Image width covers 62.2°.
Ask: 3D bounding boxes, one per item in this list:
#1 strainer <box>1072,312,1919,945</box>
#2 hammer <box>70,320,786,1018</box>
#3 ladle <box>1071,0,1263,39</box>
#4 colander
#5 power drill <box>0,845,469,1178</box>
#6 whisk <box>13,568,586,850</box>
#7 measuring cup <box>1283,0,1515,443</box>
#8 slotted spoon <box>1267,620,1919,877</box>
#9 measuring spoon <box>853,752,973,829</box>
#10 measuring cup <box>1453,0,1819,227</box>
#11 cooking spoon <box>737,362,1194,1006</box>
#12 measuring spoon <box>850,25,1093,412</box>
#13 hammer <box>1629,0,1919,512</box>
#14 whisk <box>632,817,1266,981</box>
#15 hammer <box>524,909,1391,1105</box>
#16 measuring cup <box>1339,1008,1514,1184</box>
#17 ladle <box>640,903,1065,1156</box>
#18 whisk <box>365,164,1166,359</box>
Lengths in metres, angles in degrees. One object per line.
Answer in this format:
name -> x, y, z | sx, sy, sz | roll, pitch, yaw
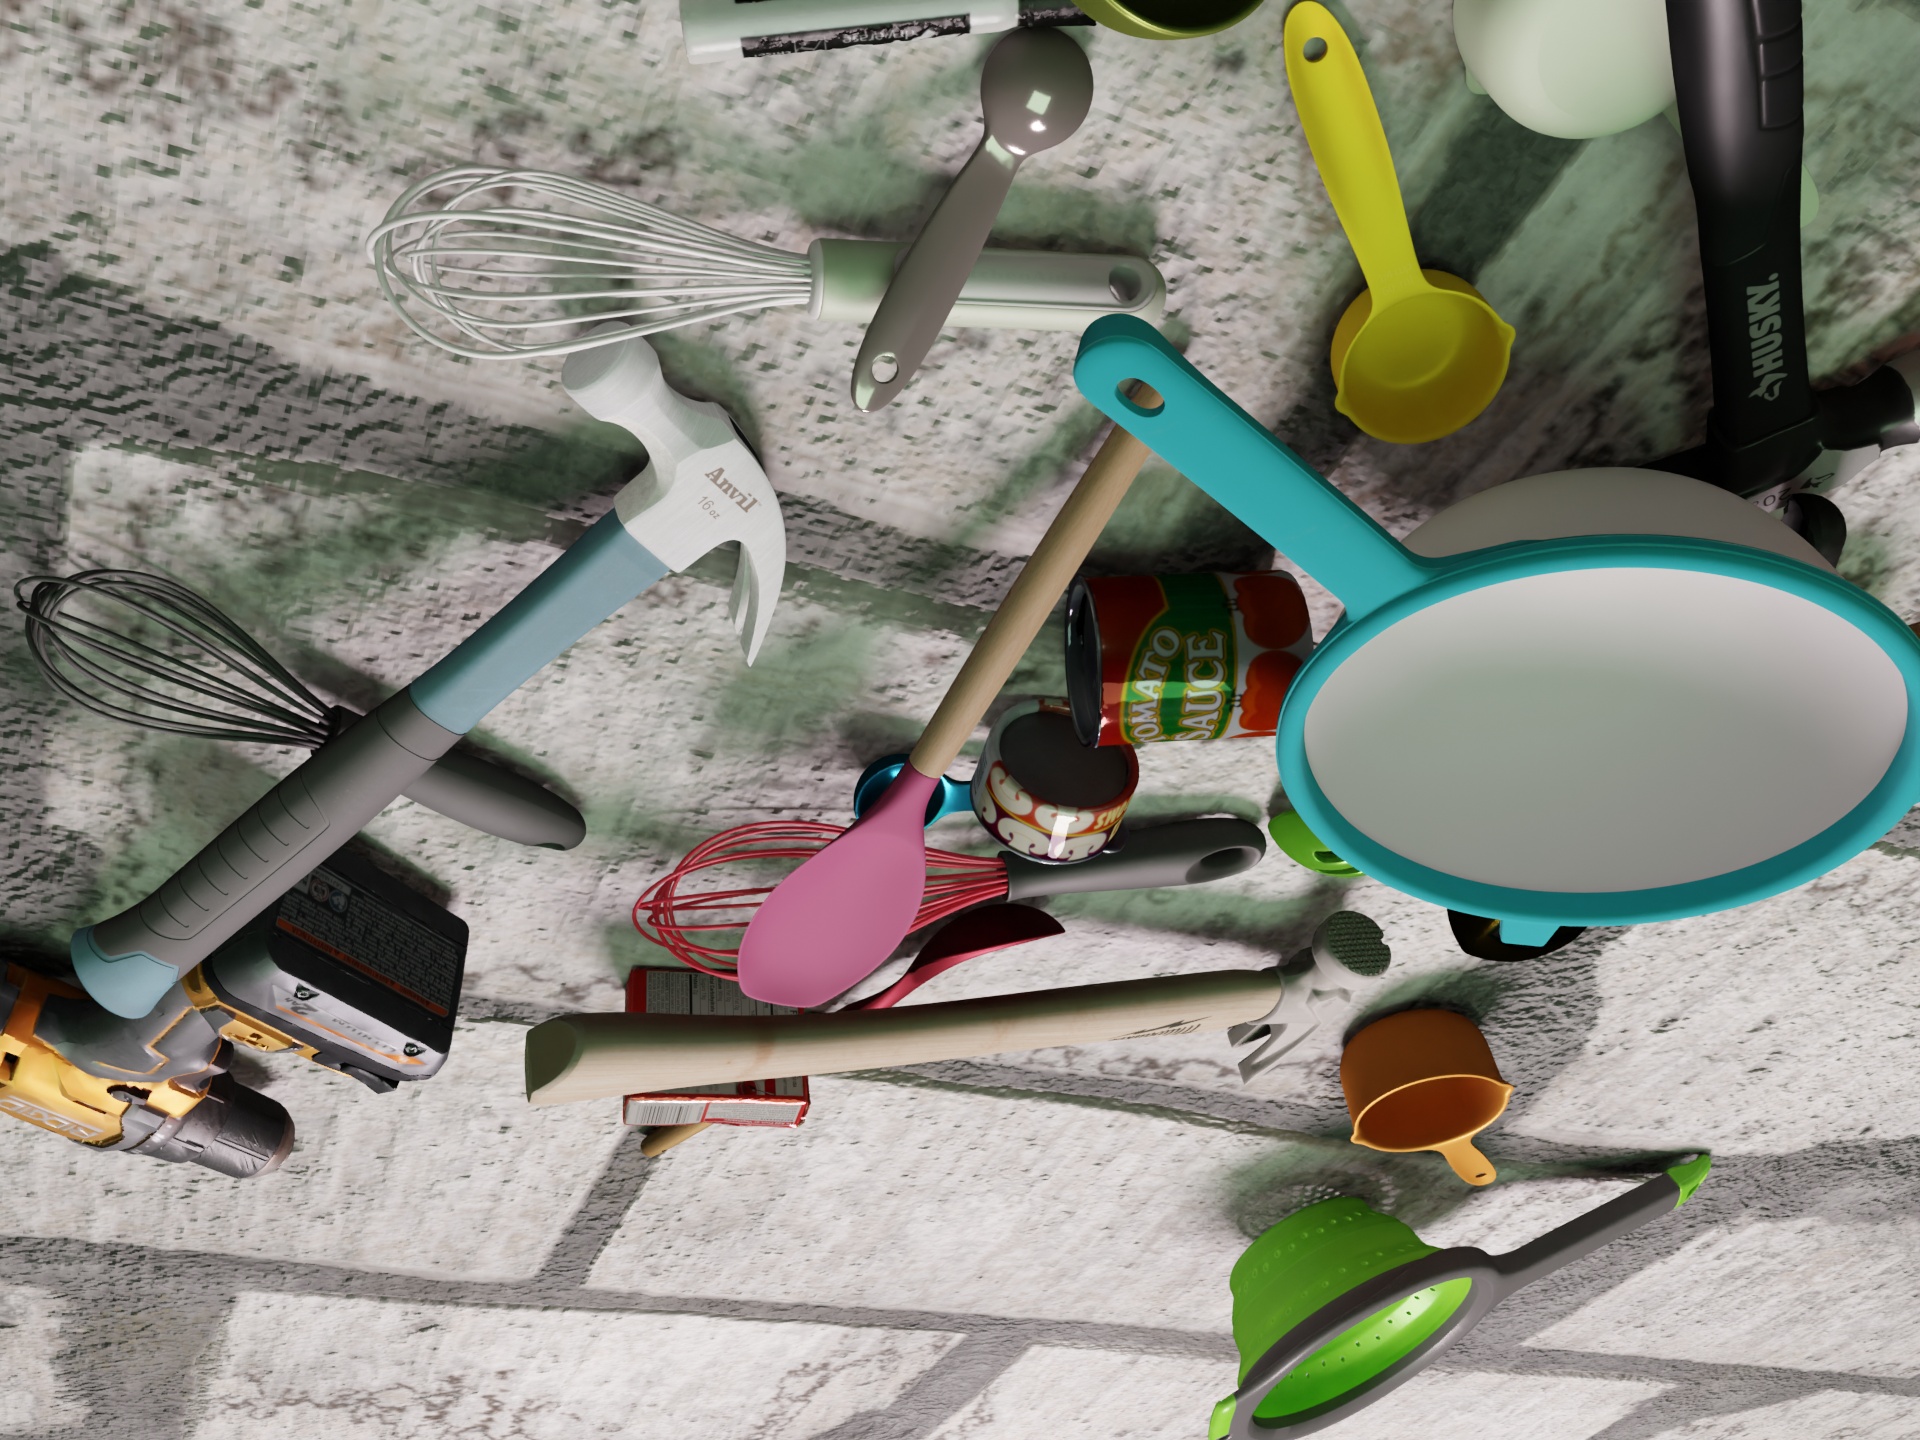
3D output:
strainer -> 0.173, -0.051, 0.542 | 0.340, 0.095, 0.211 | 33, 139, -24
hammer -> -0.201, 0.003, 0.577 | 0.331, 0.033, 0.128 | -37, 136, 11
ladle -> 0.118, -0.294, 0.335 | 0.078, 0.062, 0.320 | 18, 129, -30
colander -> 0.322, 0.357, 1.079 | 0.397, 0.095, 0.204 | -21, 139, -13
power drill -> -0.332, 0.147, 0.732 | 0.226, 0.084, 0.185 | -22, 137, 21
whisk -> -0.241, 0.003, 0.614 | 0.055, 0.055, 0.238 | -35, 136, 26
measuring cup -> 0.133, -0.160, 0.514 | 0.062, 0.029, 0.156 | -22, 125, 15
slotted spoon -> 0.270, 0.014, 0.668 | 0.314, 0.031, 0.070 | -25, 143, 35
measuring spoon -> 0.013, 0.027, 0.705 | 0.128, 0.021, 0.042 | -4, 126, -19
measuring cup -> 0.219, -0.188, 0.479 | 0.167, 0.038, 0.083 | 26, 128, -30
cooking spoon -> -0.001, -0.002, 0.613 | 0.068, 0.017, 0.318 | 17, 119, -30
measuring spoon -> 0.002, -0.145, 0.470 | 0.034, 0.018, 0.124 | 24, 103, -27
hammer -> 0.230, -0.154, 0.477 | 0.146, 0.035, 0.334 | -23, 148, 18
whisk -> 0.001, 0.073, 0.723 | 0.295, 0.073, 0.073 | -6, 139, -12
hammer -> 0.001, 0.152, 0.767 | 0.410, 0.038, 0.146 | -1, 146, -21
measuring cup -> 0.282, 0.225, 0.939 | 0.095, 0.052, 0.173 | -25, 138, 17
ladle -> -0.071, 0.166, 0.832 | 0.315, 0.031, 0.069 | -36, 159, 31
whisk -> -0.052, -0.137, 0.489 | 0.246, 0.058, 0.059 | -1, 172, -14
